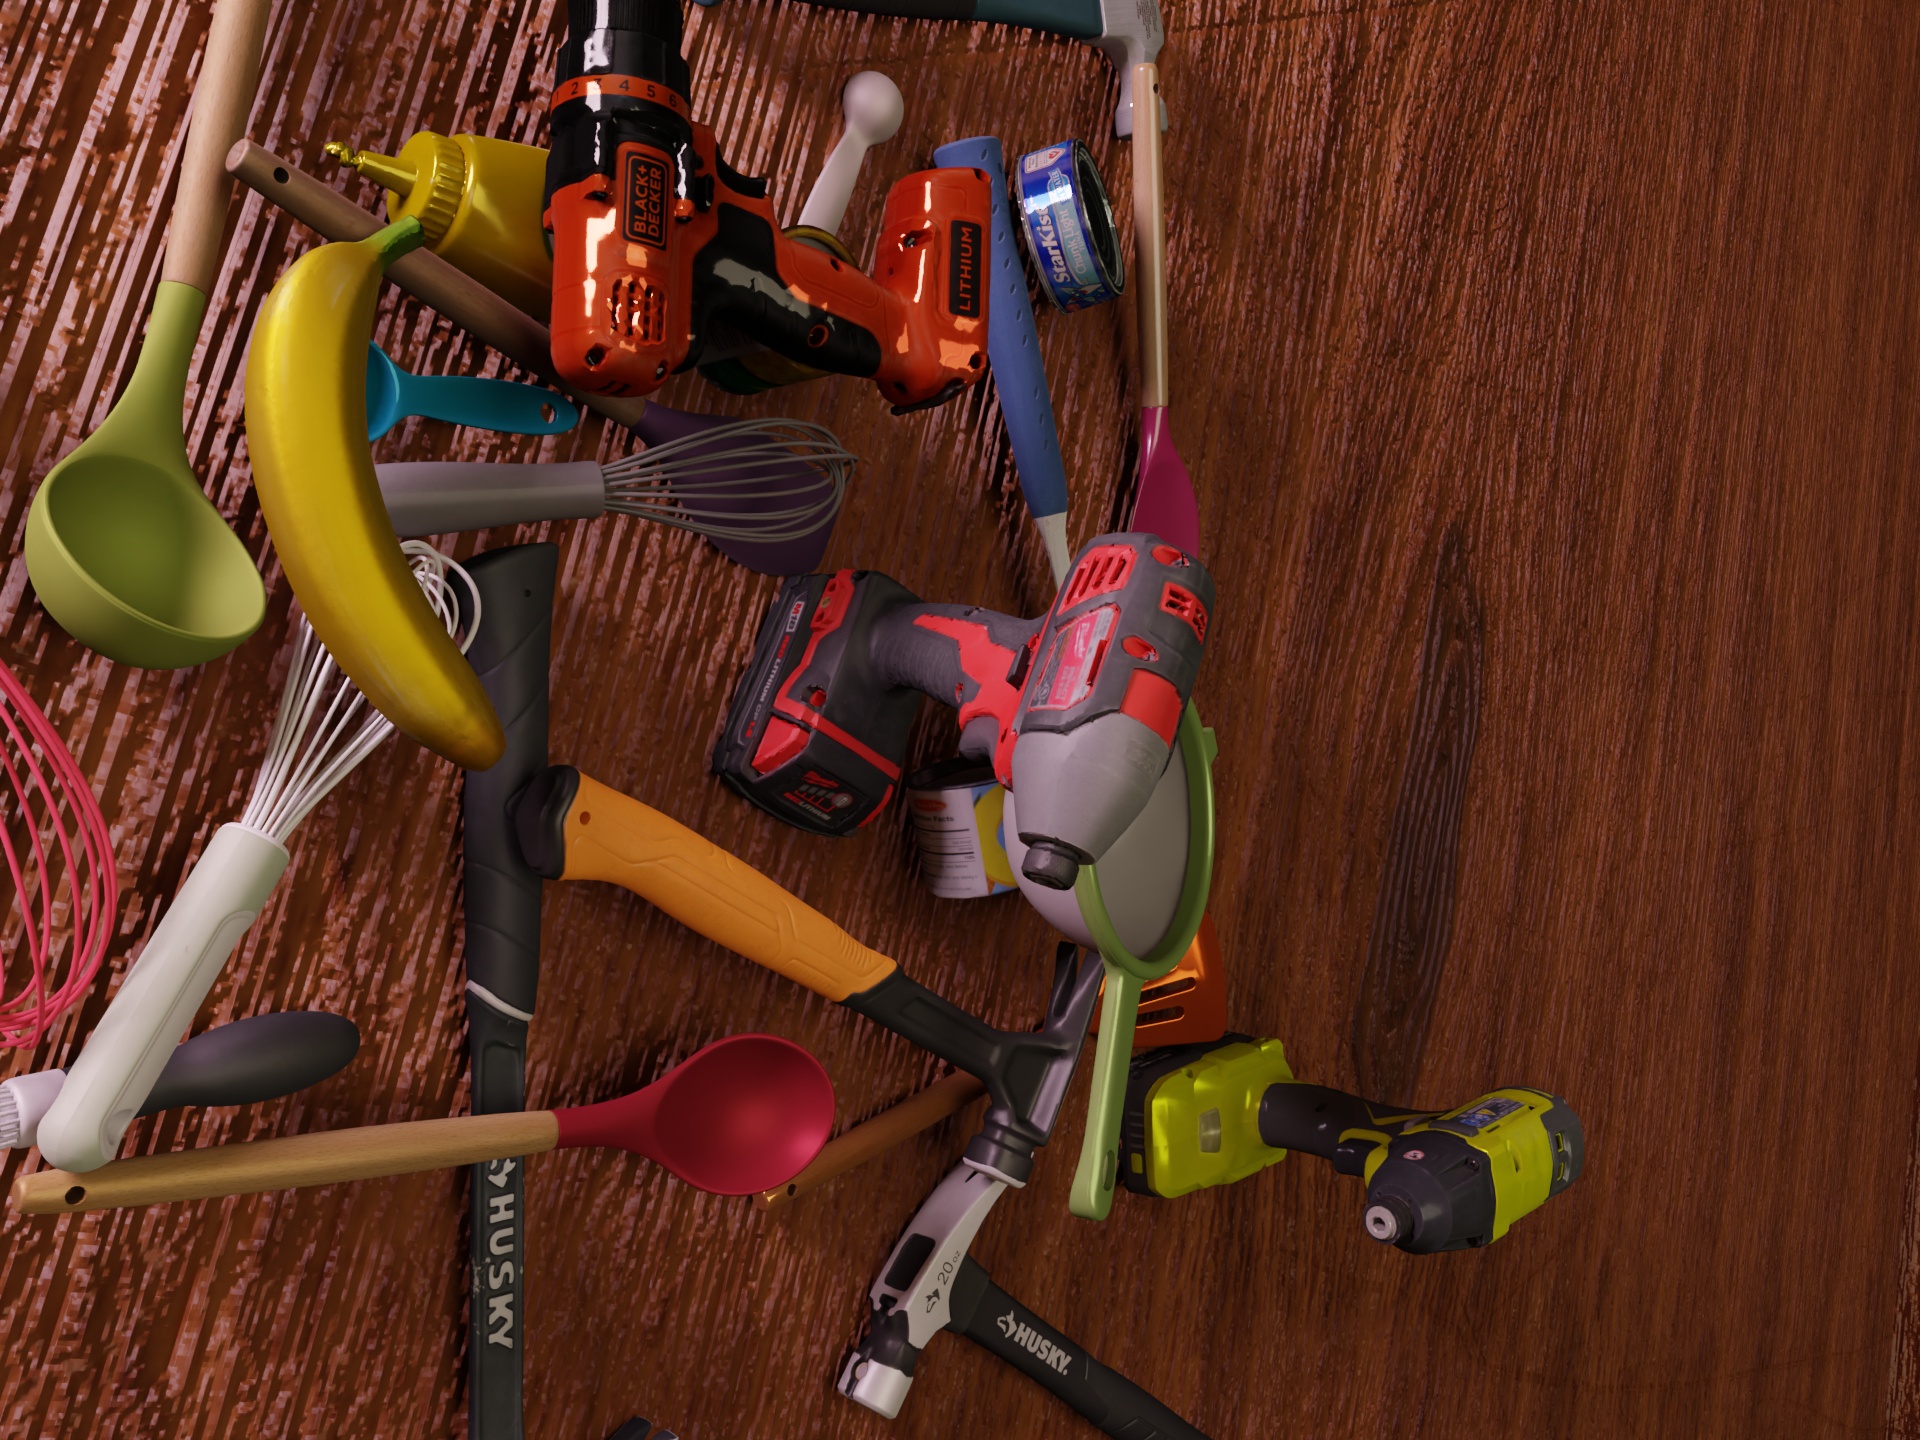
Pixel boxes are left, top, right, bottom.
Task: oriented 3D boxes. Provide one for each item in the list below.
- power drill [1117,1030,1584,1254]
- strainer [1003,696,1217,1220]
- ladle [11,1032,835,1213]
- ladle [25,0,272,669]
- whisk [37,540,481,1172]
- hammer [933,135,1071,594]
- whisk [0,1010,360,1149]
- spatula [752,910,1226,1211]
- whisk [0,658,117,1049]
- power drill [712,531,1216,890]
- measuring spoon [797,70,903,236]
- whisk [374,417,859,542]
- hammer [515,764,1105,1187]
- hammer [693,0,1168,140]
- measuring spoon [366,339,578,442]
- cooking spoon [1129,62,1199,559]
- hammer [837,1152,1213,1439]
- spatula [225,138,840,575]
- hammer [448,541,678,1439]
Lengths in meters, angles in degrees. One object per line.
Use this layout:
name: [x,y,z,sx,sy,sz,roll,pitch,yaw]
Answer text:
power drill: [0.201,0.233,0.877,0.171,0.223,0.080,-6,94,-45]
strainer: [0.055,0.096,0.739,0.151,0.069,0.256,34,61,-54]
ladle: [-0.176,0.157,0.593,0.315,0.031,0.069,7,87,-45]
ladle: [-0.253,-0.174,0.545,0.078,0.062,0.320,23,71,-57]
whisk: [-0.235,0.036,0.542,0.059,0.057,0.246,19,60,1]
hammer: [0.051,-0.099,0.845,0.144,0.035,0.405,-28,107,-60]
whisk: [-0.317,0.125,0.485,0.284,0.070,0.070,-6,94,-50]
spatula: [0.027,0.183,0.833,0.322,0.041,0.081,-18,104,-42]
whisk: [-0.320,-0.042,0.478,0.073,0.073,0.296,-18,98,-43]
power drill: [-0.001,-0.002,0.678,0.078,0.220,0.143,35,66,-39]
measuring spoon: [-0.054,-0.262,0.767,0.034,0.018,0.124,35,67,-39]
whisk: [-0.149,-0.093,0.636,0.239,0.055,0.055,-8,96,-30]
hammer: [-0.054,0.101,0.713,0.336,0.034,0.127,37,68,-39]
hammer: [-0.008,-0.368,0.802,0.331,0.033,0.128,-16,102,-44]
measuring spoon: [-0.206,-0.124,0.623,0.128,0.021,0.042,-5,93,-54]
cooking spoon: [0.110,-0.206,0.910,0.068,0.017,0.318,-16,109,-44]
hammer: [0.070,0.361,0.881,0.334,0.035,0.146,47,60,-35]
spatula: [-0.152,-0.135,0.647,0.315,0.018,0.060,31,75,-49]
hammer: [-0.179,0.132,0.634,0.149,0.036,0.409,2,88,-46]
